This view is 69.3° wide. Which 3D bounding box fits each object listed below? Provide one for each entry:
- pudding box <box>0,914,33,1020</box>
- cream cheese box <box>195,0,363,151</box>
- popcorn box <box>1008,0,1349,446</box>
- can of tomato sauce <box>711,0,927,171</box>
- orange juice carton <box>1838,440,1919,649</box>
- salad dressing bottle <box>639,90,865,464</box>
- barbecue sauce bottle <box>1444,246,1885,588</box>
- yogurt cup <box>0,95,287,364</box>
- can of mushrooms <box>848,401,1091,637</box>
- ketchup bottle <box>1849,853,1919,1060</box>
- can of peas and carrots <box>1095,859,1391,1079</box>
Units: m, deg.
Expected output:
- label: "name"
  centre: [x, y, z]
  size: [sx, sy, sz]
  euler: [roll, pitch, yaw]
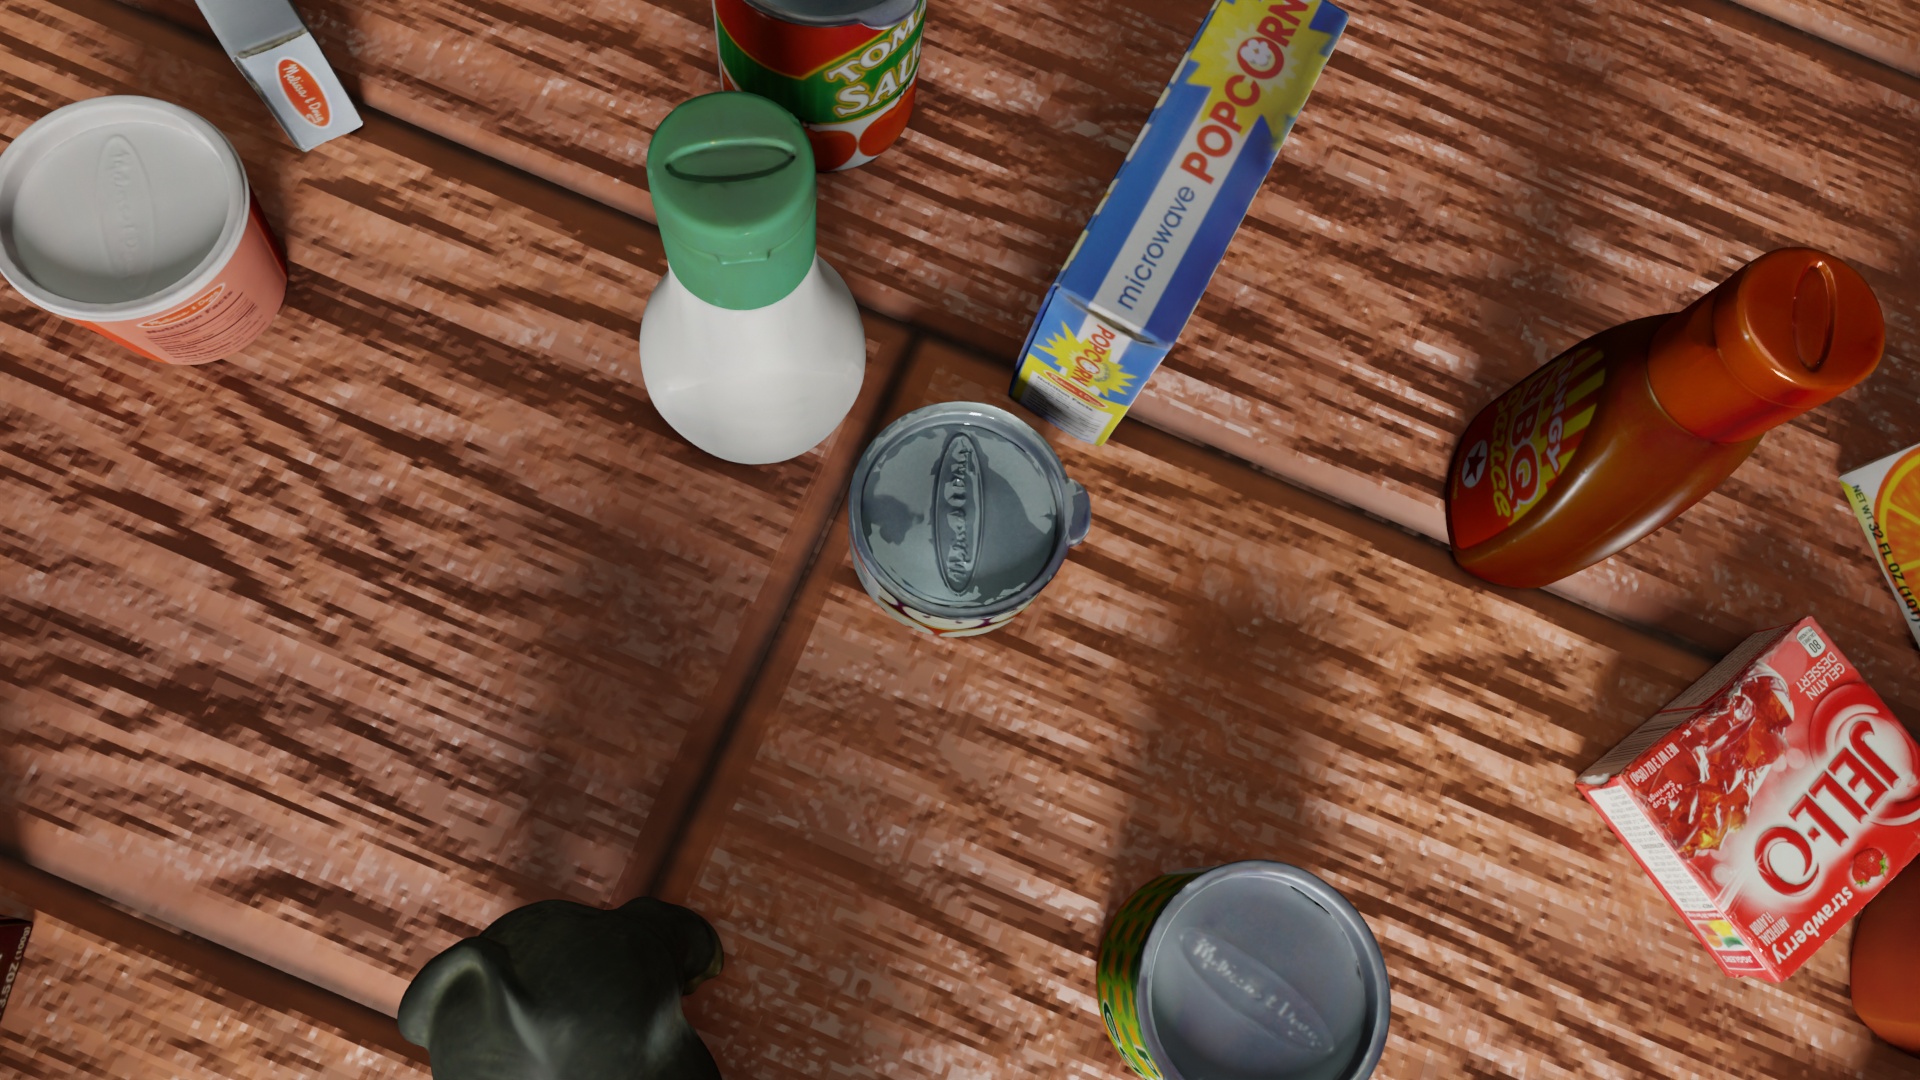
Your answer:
- label: "pudding box"
  centre: [-0.268, 0.133, 0.341]
  size: [0.030, 0.049, 0.084]
  euler: [10, 74, -3]
- label: "cream cheese box"
  centre: [-0.226, -0.177, 0.430]
  size: [0.024, 0.053, 0.104]
  euler: [-31, 80, -13]
- label: "popcorn box"
  centre: [0.064, -0.100, 0.424]
  size: [0.038, 0.085, 0.127]
  euler: [29, 74, 2]
- label: "can of tomato sauce"
  centre: [-0.042, -0.162, 0.430]
  size: [0.071, 0.083, 0.071]
  euler: [2, 75, -6]
- label: "orange juice carton"
  centre: [0.349, -0.022, 0.378]
  size: [0.073, 0.192, 0.072]
  euler: [-16, 77, -10]
- label: "salad dressing bottle"
  centre: [-0.056, -0.063, 0.368]
  size: [0.064, 0.147, 0.044]
  euler: [-7, 76, -8]
- label: "barbecue sauce bottle"
  centre: [0.187, -0.032, 0.386]
  size: [0.044, 0.148, 0.065]
  euler: [16, 74, -2]
- label: "yogurt cup"
  centre: [-0.233, -0.086, 0.403]
  size: [0.072, 0.053, 0.072]
  euler: [2, 75, -6]
- label: "can of mushrooms"
  centre: [0.001, -0.005, 0.418]
  size: [0.071, 0.033, 0.071]
  euler: [2, 75, -6]
- label: "ketchup bottle"
  centre: [0.303, 0.110, 0.359]
  size: [0.043, 0.148, 0.065]
  euler: [32, 74, 3]
- label: "can of peas and carrots"
  centre: [0.073, 0.124, 0.377]
  size: [0.071, 0.058, 0.071]
  euler: [2, 75, -6]
